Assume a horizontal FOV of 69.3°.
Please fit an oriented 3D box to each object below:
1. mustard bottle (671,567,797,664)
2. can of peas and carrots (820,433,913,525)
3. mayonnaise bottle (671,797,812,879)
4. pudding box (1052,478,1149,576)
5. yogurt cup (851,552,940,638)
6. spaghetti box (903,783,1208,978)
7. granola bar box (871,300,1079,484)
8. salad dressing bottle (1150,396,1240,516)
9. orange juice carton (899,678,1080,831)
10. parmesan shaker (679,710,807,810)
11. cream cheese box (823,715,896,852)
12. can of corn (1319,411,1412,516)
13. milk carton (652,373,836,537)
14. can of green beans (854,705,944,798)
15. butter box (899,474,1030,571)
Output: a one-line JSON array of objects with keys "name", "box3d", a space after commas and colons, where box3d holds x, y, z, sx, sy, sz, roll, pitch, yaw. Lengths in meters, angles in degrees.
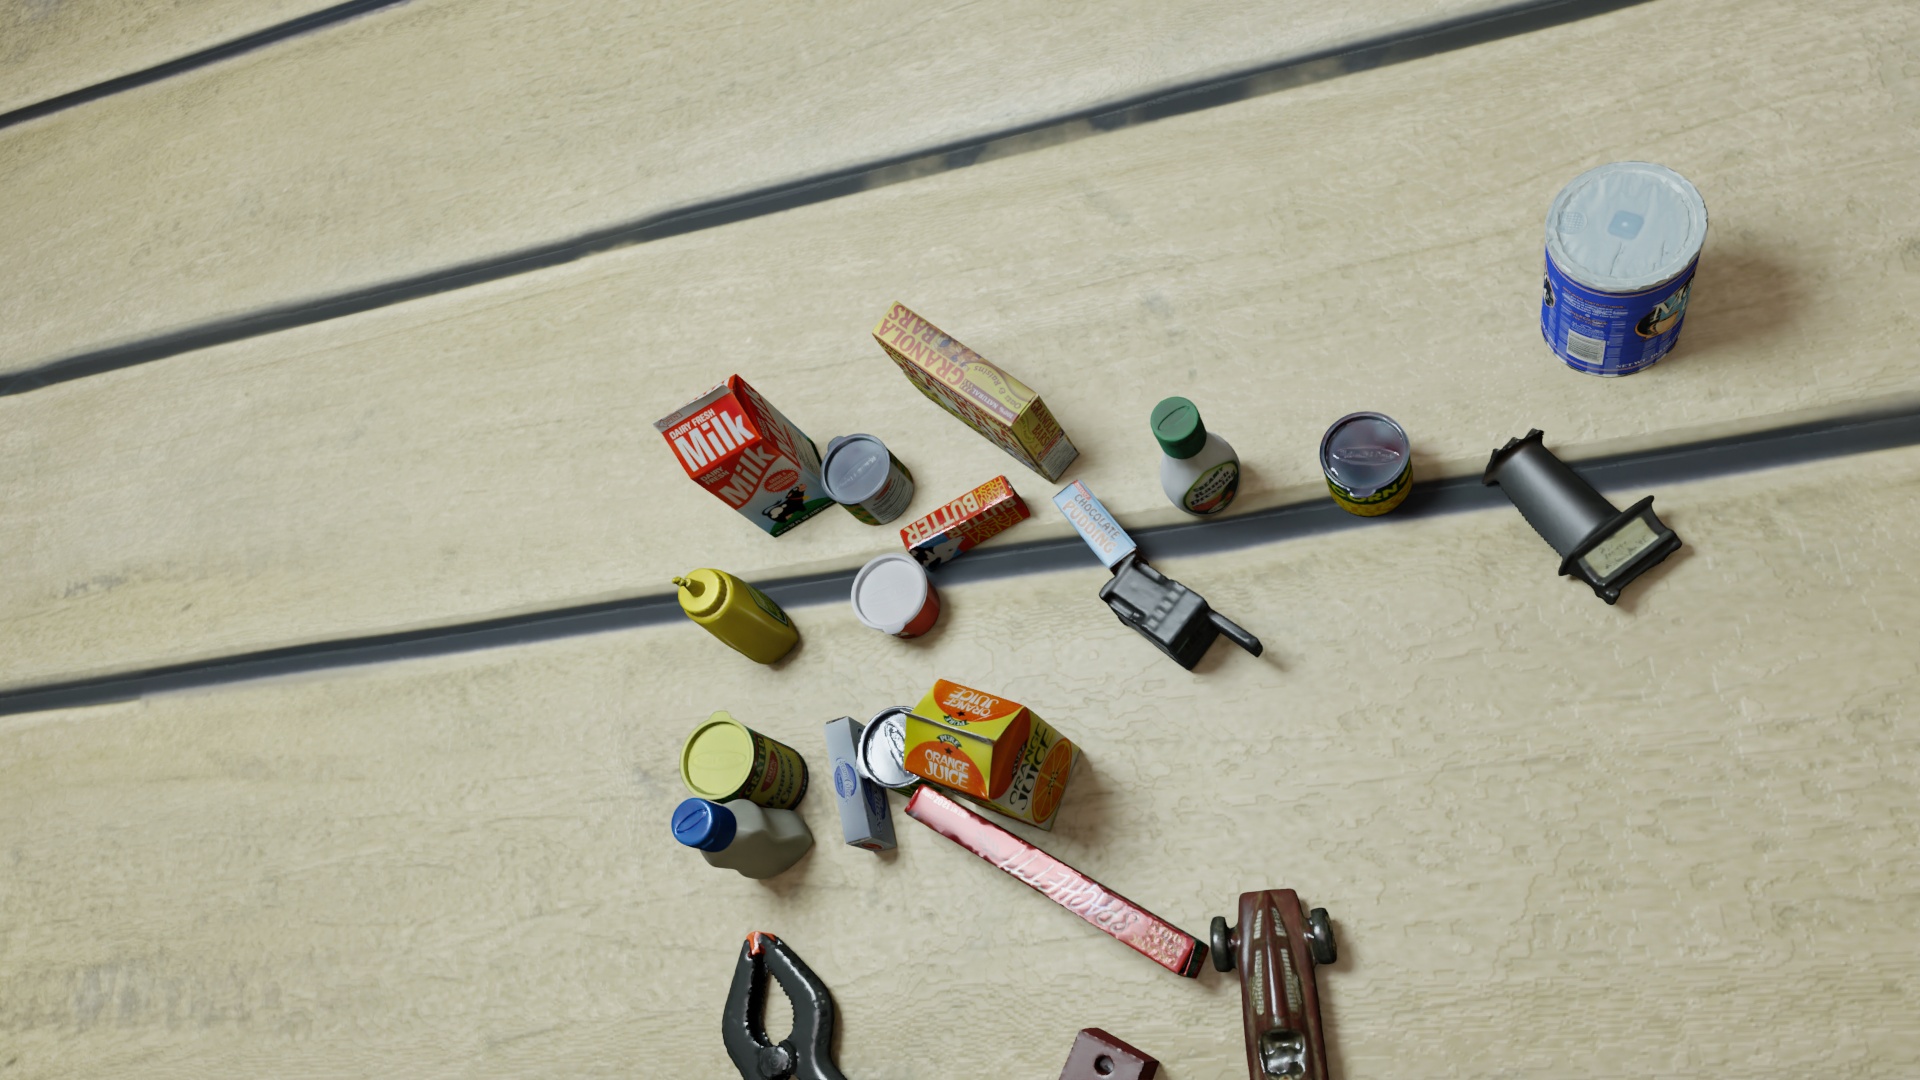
[{"name": "mustard bottle", "box3d": [-0.194, 0.057, 1.166, 0.049, 0.160, 0.065, -44, 61, 1]}, {"name": "can of peas and carrots", "box3d": [-0.083, -0.055, 1.226, 0.071, 0.058, 0.071, -7, 68, 18]}, {"name": "mayonnaise bottle", "box3d": [-0.175, 0.233, 1.097, 0.065, 0.148, 0.041, -37, 62, 5]}, {"name": "pudding box", "box3d": [0.115, -0.007, 1.136, 0.030, 0.049, 0.084, -39, 61, 3]}, {"name": "yogurt cup", "box3d": [-0.051, 0.050, 1.175, 0.072, 0.054, 0.072, -7, 68, 18]}, {"name": "spaghetti box", "box3d": [0.070, 0.256, 1.050, 0.250, 0.050, 0.029, 25, 81, 27]}, {"name": "granola bar box", "box3d": [0.013, -0.124, 1.179, 0.166, 0.124, 0.039, 37, 86, 28]}, {"name": "salad dressing bottle", "box3d": [0.180, -0.065, 1.078, 0.064, 0.147, 0.044, -37, 62, 5]}, {"name": "orange juice carton", "box3d": [0.020, 0.157, 1.027, 0.072, 0.192, 0.073, 16, 77, 26]}, {"name": "parmesan shaker", "box3d": [-0.175, 0.186, 1.141, 0.071, 0.103, 0.071, -7, 68, 18]}, {"name": "cream cheese box", "box3d": [-0.082, 0.199, 1.129, 0.024, 0.053, 0.104, -20, 64, 13]}, {"name": "can of corn", "box3d": [0.314, -0.056, 1.074, 0.071, 0.058, 0.071, -7, 68, 18]}, {"name": "milk carton", "box3d": [-0.186, -0.078, 1.199, 0.072, 0.190, 0.074, -29, 63, 9]}, {"name": "can of green beans", "box3d": [-0.041, 0.172, 1.121, 0.071, 0.057, 0.071, -7, 68, 18]}, {"name": "butter box", "box3d": [0.004, -0.015, 1.180, 0.103, 0.053, 0.024, -29, 63, 9]}]
